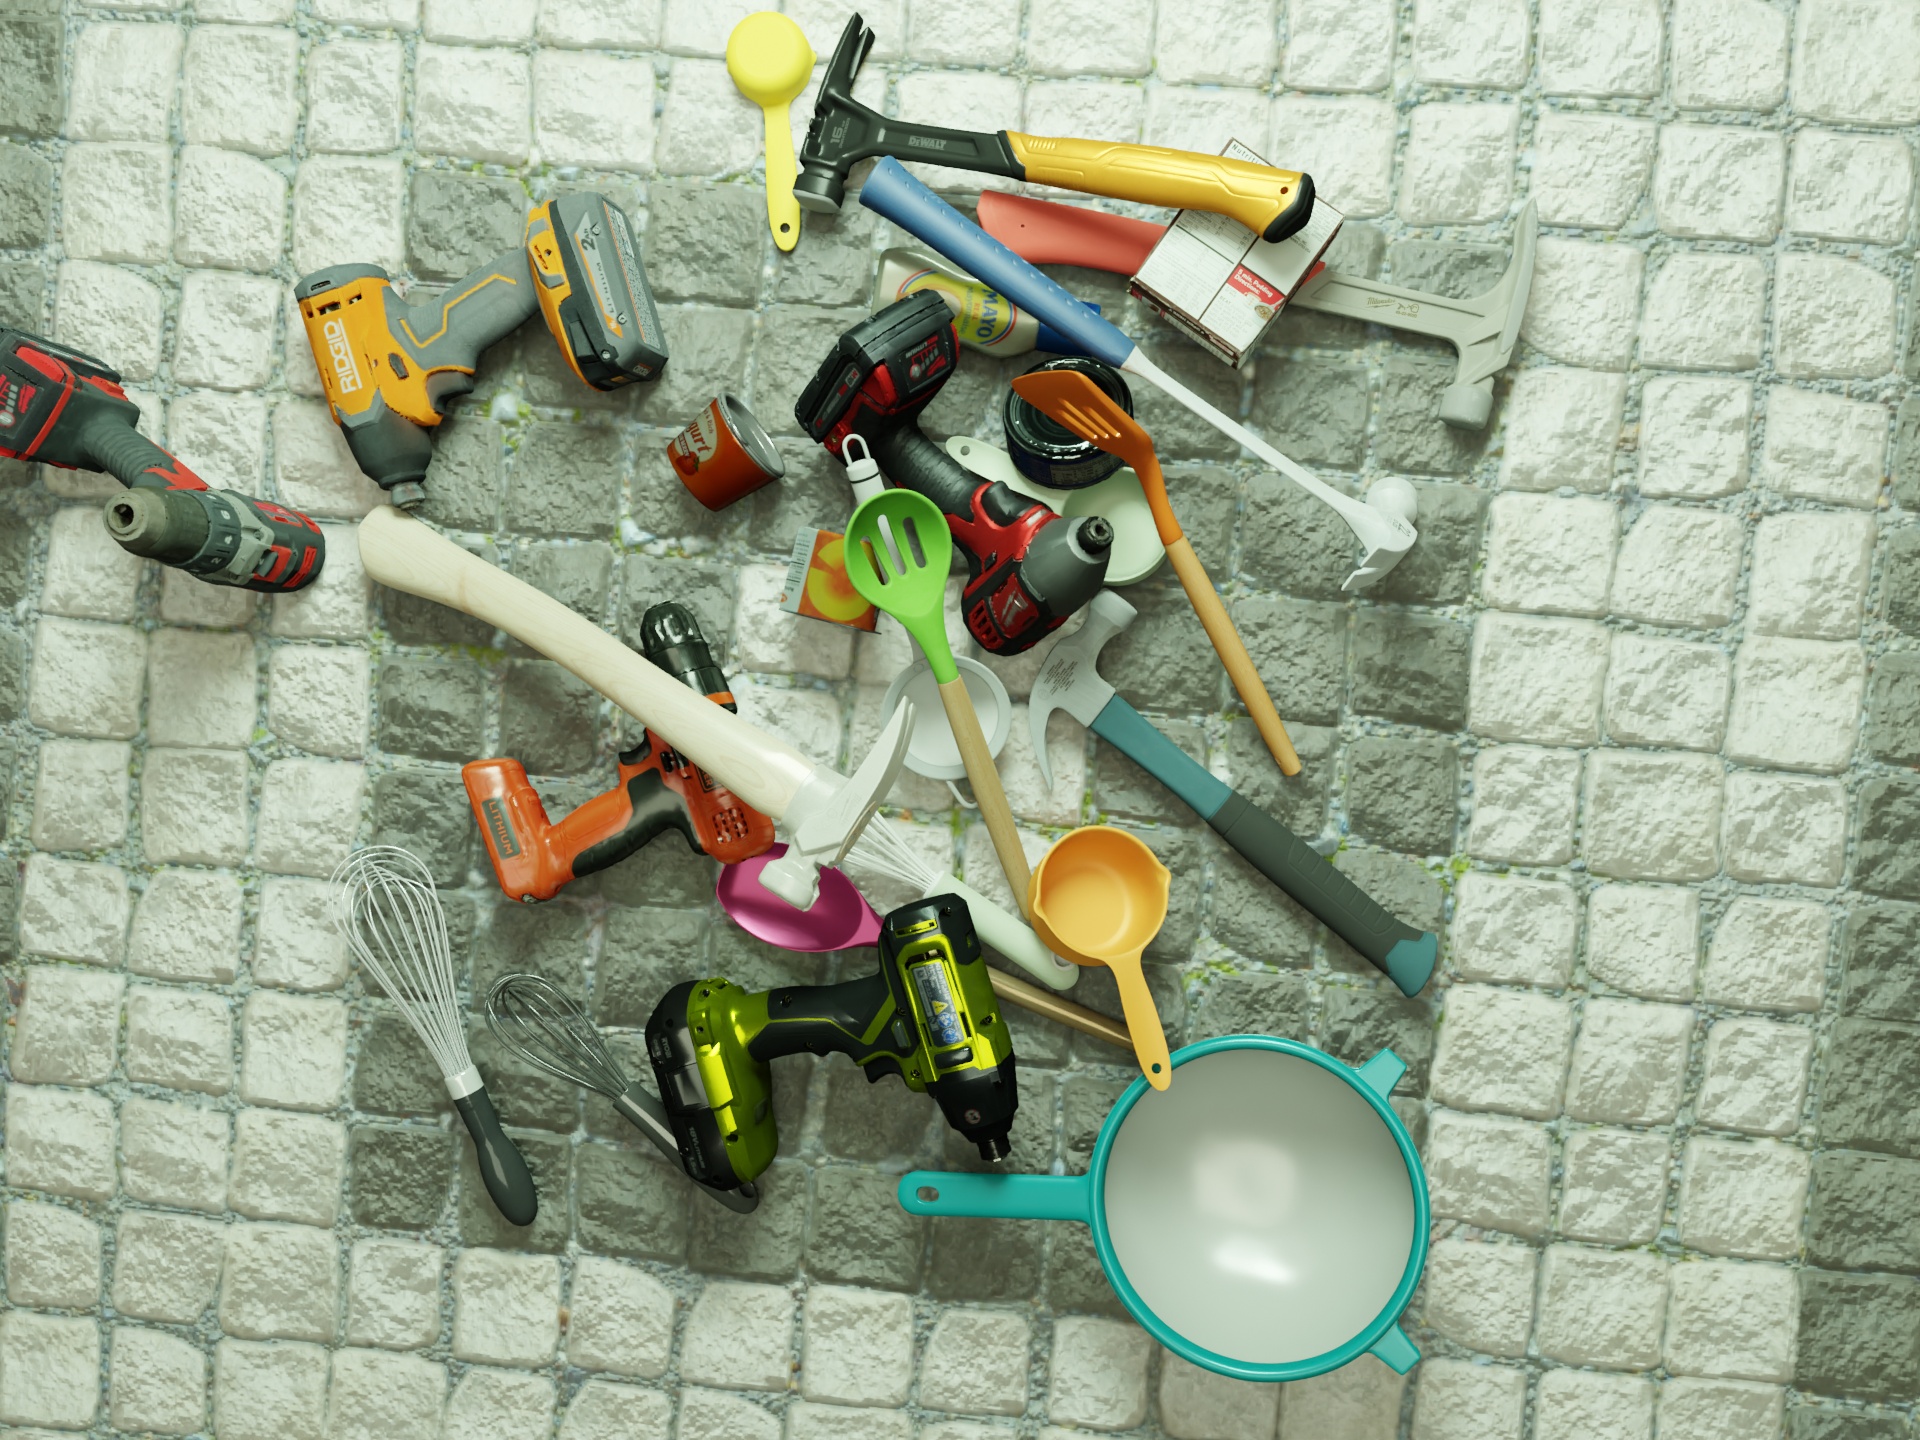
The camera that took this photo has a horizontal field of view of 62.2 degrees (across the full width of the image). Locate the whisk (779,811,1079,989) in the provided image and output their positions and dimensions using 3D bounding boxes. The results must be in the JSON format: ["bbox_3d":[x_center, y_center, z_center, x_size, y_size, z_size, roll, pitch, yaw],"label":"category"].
[{"bbox_3d":[-0.025,0.107,1.069,0.246,0.058,0.059,34,129,1],"label":"whisk"}]

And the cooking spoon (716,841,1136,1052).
[{"bbox_3d":[-0.016,0.162,1.082,0.319,0.017,0.069,22,85,3],"label":"cooking spoon"}]

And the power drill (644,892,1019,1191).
[{"bbox_3d":[-0.078,0.223,1.041,0.223,0.080,0.171,-17,91,14],"label":"power drill"}]

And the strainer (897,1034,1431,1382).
[{"bbox_3d":[0.133,0.310,1.048,0.340,0.095,0.211,-3,84,16],"label":"strainer"}]

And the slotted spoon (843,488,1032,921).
[{"bbox_3d":[-0.002,-0.003,1.024,0.070,0.031,0.313,-24,111,-10],"label":"slotted spoon"}]

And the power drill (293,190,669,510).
[{"bbox_3d":[-0.317,-0.243,1.058,0.226,0.084,0.164,-16,91,9],"label":"power drill"}]

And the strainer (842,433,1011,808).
[{"bbox_3d":[-0.029,-0.064,1.034,0.087,0.050,0.258,-17,112,3],"label":"strainer"}]

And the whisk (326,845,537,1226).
[{"bbox_3d":[-0.355,0.220,1.092,0.070,0.070,0.284,-22,95,4],"label":"whisk"}]

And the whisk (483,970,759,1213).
[{"bbox_3d":[-0.230,0.257,1.088,0.239,0.055,0.055,41,94,-2],"label":"whisk"}]

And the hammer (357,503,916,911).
[{"bbox_3d":[-0.225,-0.043,1.036,0.411,0.038,0.146,31,83,16],"label":"hammer"}]

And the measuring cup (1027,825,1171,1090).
[{"bbox_3d":[0.099,0.157,1.036,0.095,0.052,0.174,-13,77,-14],"label":"measuring cup"}]

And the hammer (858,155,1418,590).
[{"bbox_3d":[0.112,-0.218,0.985,0.405,0.144,0.035,34,123,-2],"label":"hammer"}]

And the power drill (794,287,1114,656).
[{"bbox_3d":[0.004,-0.153,1.006,0.078,0.143,0.219,-39,91,-32],"label":"power drill"}]

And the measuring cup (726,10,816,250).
[{"bbox_3d":[-0.124,-0.395,1.061,0.062,0.029,0.156,-5,90,4],"label":"measuring cup"}]

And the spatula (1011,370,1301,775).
[{"bbox_3d":[0.138,-0.089,1.003,0.041,0.081,0.322,-39,112,-19],"label":"spatula"}]

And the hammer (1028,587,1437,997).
[{"bbox_3d":[0.183,0.064,1.054,0.331,0.033,0.128,39,98,1],"label":"hammer"}]

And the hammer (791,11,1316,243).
[{"bbox_3d":[0.059,-0.360,1.002,0.337,0.034,0.127,17,90,19],"label":"hammer"}]

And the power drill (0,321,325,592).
[{"bbox_3d":[-0.542,-0.162,1.025,0.227,0.188,0.080,34,93,6],"label":"power drill"}]

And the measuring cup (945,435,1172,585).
[{"bbox_3d":[0.065,-0.147,1.060,0.168,0.038,0.083,29,91,15],"label":"measuring cup"}]

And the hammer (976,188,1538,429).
[{"bbox_3d":[0.188,-0.303,1.041,0.359,0.037,0.149,14,93,3],"label":"hammer"}]
